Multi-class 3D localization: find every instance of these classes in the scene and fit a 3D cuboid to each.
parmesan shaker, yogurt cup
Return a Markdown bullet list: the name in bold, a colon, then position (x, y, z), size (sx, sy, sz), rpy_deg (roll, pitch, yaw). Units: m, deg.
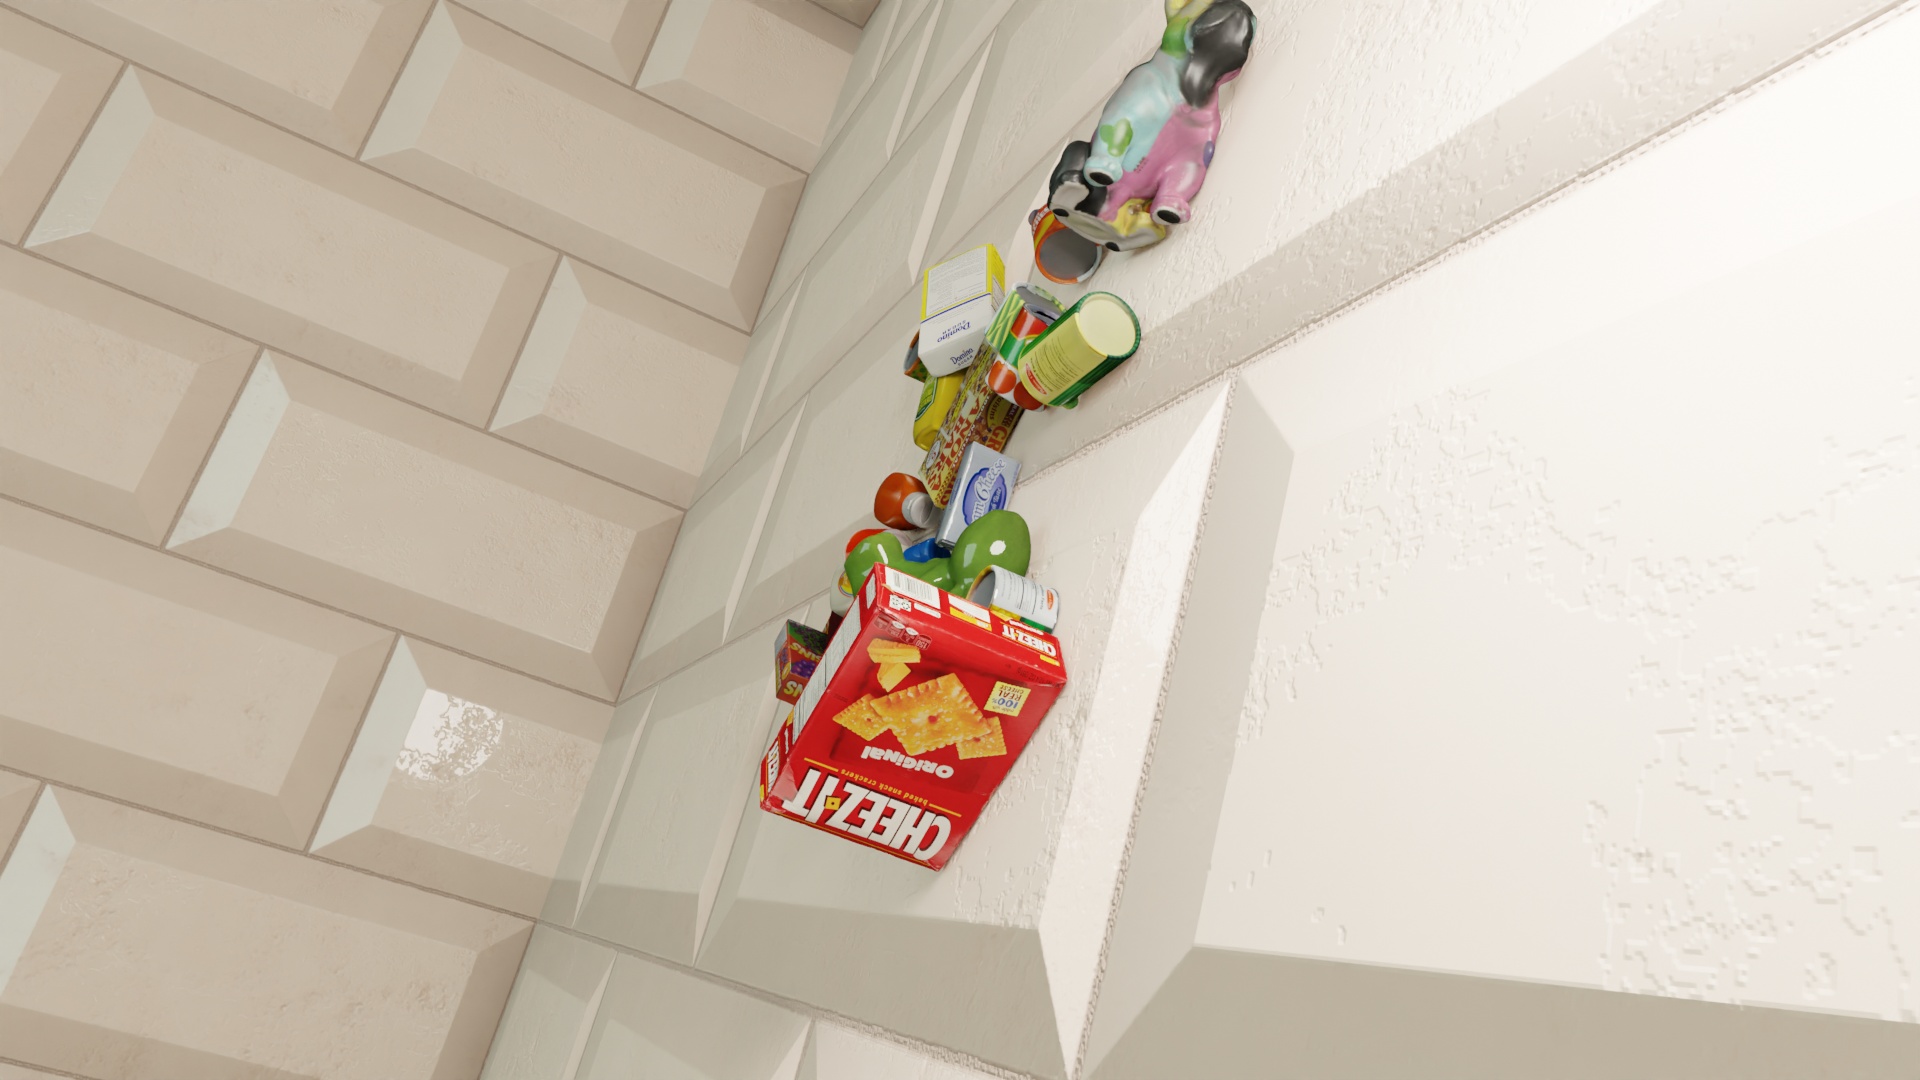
- **parmesan shaker**: position (0.105, -0.164, 1.209), size (0.102, 0.071, 0.071), rpy_deg (-34, 37, 58)
- **yogurt cup**: position (-0.087, 0.017, 1.532), size (0.054, 0.072, 0.072), rpy_deg (-13, 56, 54)

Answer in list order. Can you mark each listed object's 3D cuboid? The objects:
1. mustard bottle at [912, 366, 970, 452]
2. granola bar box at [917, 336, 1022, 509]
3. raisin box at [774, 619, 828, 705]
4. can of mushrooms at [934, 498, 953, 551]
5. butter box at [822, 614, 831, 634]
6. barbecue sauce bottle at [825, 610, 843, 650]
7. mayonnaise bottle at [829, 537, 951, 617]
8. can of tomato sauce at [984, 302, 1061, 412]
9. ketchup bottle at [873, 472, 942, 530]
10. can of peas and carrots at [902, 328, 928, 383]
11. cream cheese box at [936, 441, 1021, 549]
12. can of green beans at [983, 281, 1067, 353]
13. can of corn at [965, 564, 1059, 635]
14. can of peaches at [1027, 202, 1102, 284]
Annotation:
- **mustard bottle**: position (-0.016, -0.174, 1.583), size (0.065, 0.049, 0.161), rpy_deg (-41, 32, 48)
- **granola bar box**: position (0.017, -0.118, 1.441), size (0.165, 0.039, 0.124), rpy_deg (-63, 18, 12)
- **raisin box**: position (-0.164, 0.146, 1.562), size (0.040, 0.086, 0.124), rpy_deg (-60, 19, 18)
- **can of mushrooms**: position (0.005, -0.017, 1.363), size (0.070, 0.033, 0.071), rpy_deg (-54, 23, 36)
- **butter box**: position (-0.151, 0.120, 1.658), size (0.103, 0.024, 0.053), rpy_deg (-62, 18, 15)
- **barbecue sauce bottle**: position (-0.120, 0.078, 1.585), size (0.064, 0.043, 0.149), rpy_deg (-36, 30, 24)
- **mayonnaise bottle**: position (-0.074, 0.035, 1.447), size (0.147, 0.041, 0.065), rpy_deg (-23, 48, 39)
- **can of tomato sauce**: position (0.070, -0.171, 1.309), size (0.082, 0.071, 0.071), rpy_deg (-62, 19, 20)
- **ketchup bottle**: position (-0.058, -0.040, 1.550), size (0.064, 0.043, 0.149), rpy_deg (-68, 18, 0)
- **can of peas and carrots**: position (-0.028, -0.218, 1.654), size (0.070, 0.059, 0.071), rpy_deg (-54, 23, 36)
- **cream cheese box**: position (0.018, -0.036, 1.317), size (0.024, 0.053, 0.104), rpy_deg (-25, 45, 67)
- **can of green beans**: position (0.066, -0.214, 1.371), size (0.057, 0.071, 0.071), rpy_deg (-56, 21, 30)
- **can of corn**: position (0.038, 0.062, 1.134), size (0.070, 0.058, 0.071), rpy_deg (-54, 22, 34)
- **can of peaches**: position (0.101, -0.293, 1.357), size (0.071, 0.071, 0.058), rpy_deg (-55, 23, 34)
